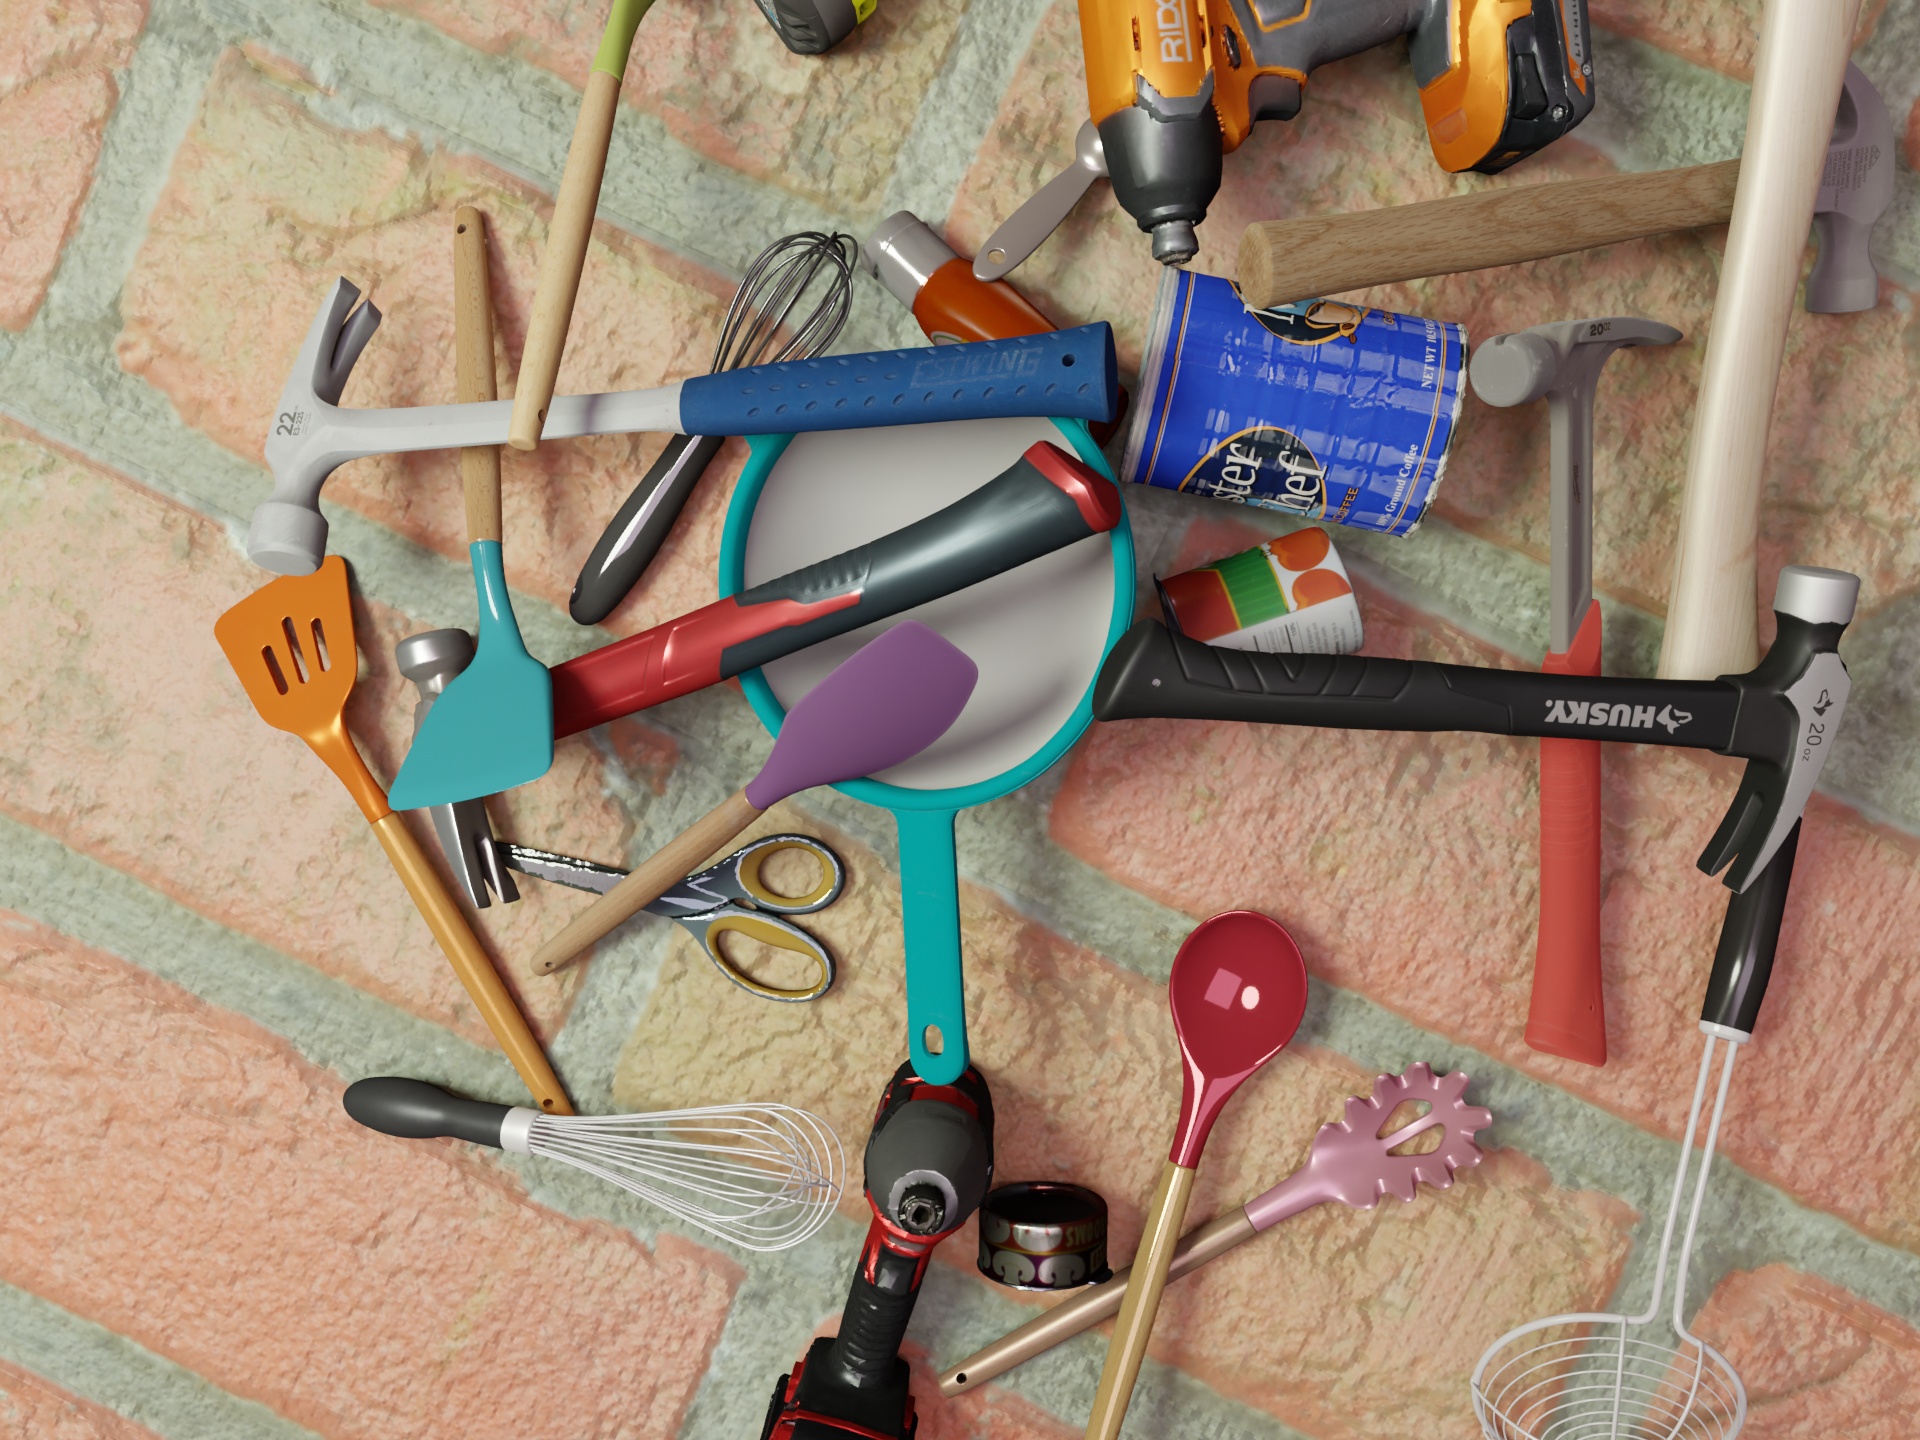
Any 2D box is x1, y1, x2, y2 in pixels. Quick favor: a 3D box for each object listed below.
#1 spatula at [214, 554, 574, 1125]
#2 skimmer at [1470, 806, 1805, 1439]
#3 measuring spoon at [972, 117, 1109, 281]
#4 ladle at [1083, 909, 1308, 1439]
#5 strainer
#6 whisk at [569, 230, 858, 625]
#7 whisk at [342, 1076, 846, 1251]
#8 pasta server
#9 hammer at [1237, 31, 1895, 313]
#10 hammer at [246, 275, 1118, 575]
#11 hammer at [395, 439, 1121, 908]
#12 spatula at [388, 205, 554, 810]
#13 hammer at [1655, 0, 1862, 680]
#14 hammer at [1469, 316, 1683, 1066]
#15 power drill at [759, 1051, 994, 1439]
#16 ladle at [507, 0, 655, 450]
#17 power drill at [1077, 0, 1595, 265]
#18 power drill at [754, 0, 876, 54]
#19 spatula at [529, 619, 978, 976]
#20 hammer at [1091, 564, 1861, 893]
[{"bbox_3d":[-0.285,0.070,0.832,0.081,0.041,0.322,-28,96,5],"label":"spatula"},{"bbox_3d":[0.356,0.213,0.797,0.127,0.090,0.363,16,84,4],"label":"skimmer"},{"bbox_3d":[0.047,-0.255,0.768,0.034,0.018,0.124,39,70,6],"label":"measuring spoon"},{"bbox_3d":[0.105,0.248,0.795,0.069,0.031,0.315,16,86,20],"label":"ladle"},{"bbox_3d":[-0.001,-0.002,0.766,0.211,0.095,0.340,0,95,25],"label":"strainer"},{"bbox_3d":[-0.126,-0.144,0.797,0.055,0.055,0.239,36,99,1],"label":"whisk"},{"bbox_3d":[-0.191,0.213,0.799,0.284,0.070,0.070,5,94,18],"label":"whisk"},{"bbox_3d":[0.123,0.267,0.810,0.316,0.040,0.060,-31,71,6],"label":"pasta server"},{"bbox_3d":[0.276,-0.227,0.706,0.331,0.031,0.130,-13,110,-15],"label":"hammer"},{"bbox_3d":[-0.132,-0.146,0.714,0.405,0.035,0.144,-2,72,15],"label":"hammer"},{"bbox_3d":[-0.101,-0.024,0.736,0.386,0.038,0.143,-18,86,25],"label":"hammer"},{"bbox_3d":[-0.233,-0.112,0.762,0.082,0.044,0.318,-12,74,14],"label":"spatula"},{"bbox_3d":[0.345,-0.188,0.705,0.146,0.038,0.410,-4,108,-16],"label":"hammer"},{"bbox_3d":[0.297,-0.008,0.764,0.037,0.149,0.359,9,108,47],"label":"hammer"},{"bbox_3d":[-0.037,0.283,0.770,0.078,0.143,0.219,16,97,0],"label":"power drill"},{"bbox_3d":[-0.179,-0.271,0.731,0.062,0.078,0.320,2,73,17],"label":"ladle"},{"bbox_3d":[0.167,-0.297,0.727,0.226,0.084,0.164,-7,93,-11],"label":"power drill"},{"bbox_3d":[-0.027,-0.443,0.758,0.223,0.080,0.171,-35,91,1],"label":"power drill"},{"bbox_3d":[-0.111,0.050,0.756,0.059,0.018,0.316,37,124,-27],"label":"spatula"},{"bbox_3d":[0.222,-0.004,0.692,0.334,0.035,0.146,3,105,-9],"label":"hammer"}]
